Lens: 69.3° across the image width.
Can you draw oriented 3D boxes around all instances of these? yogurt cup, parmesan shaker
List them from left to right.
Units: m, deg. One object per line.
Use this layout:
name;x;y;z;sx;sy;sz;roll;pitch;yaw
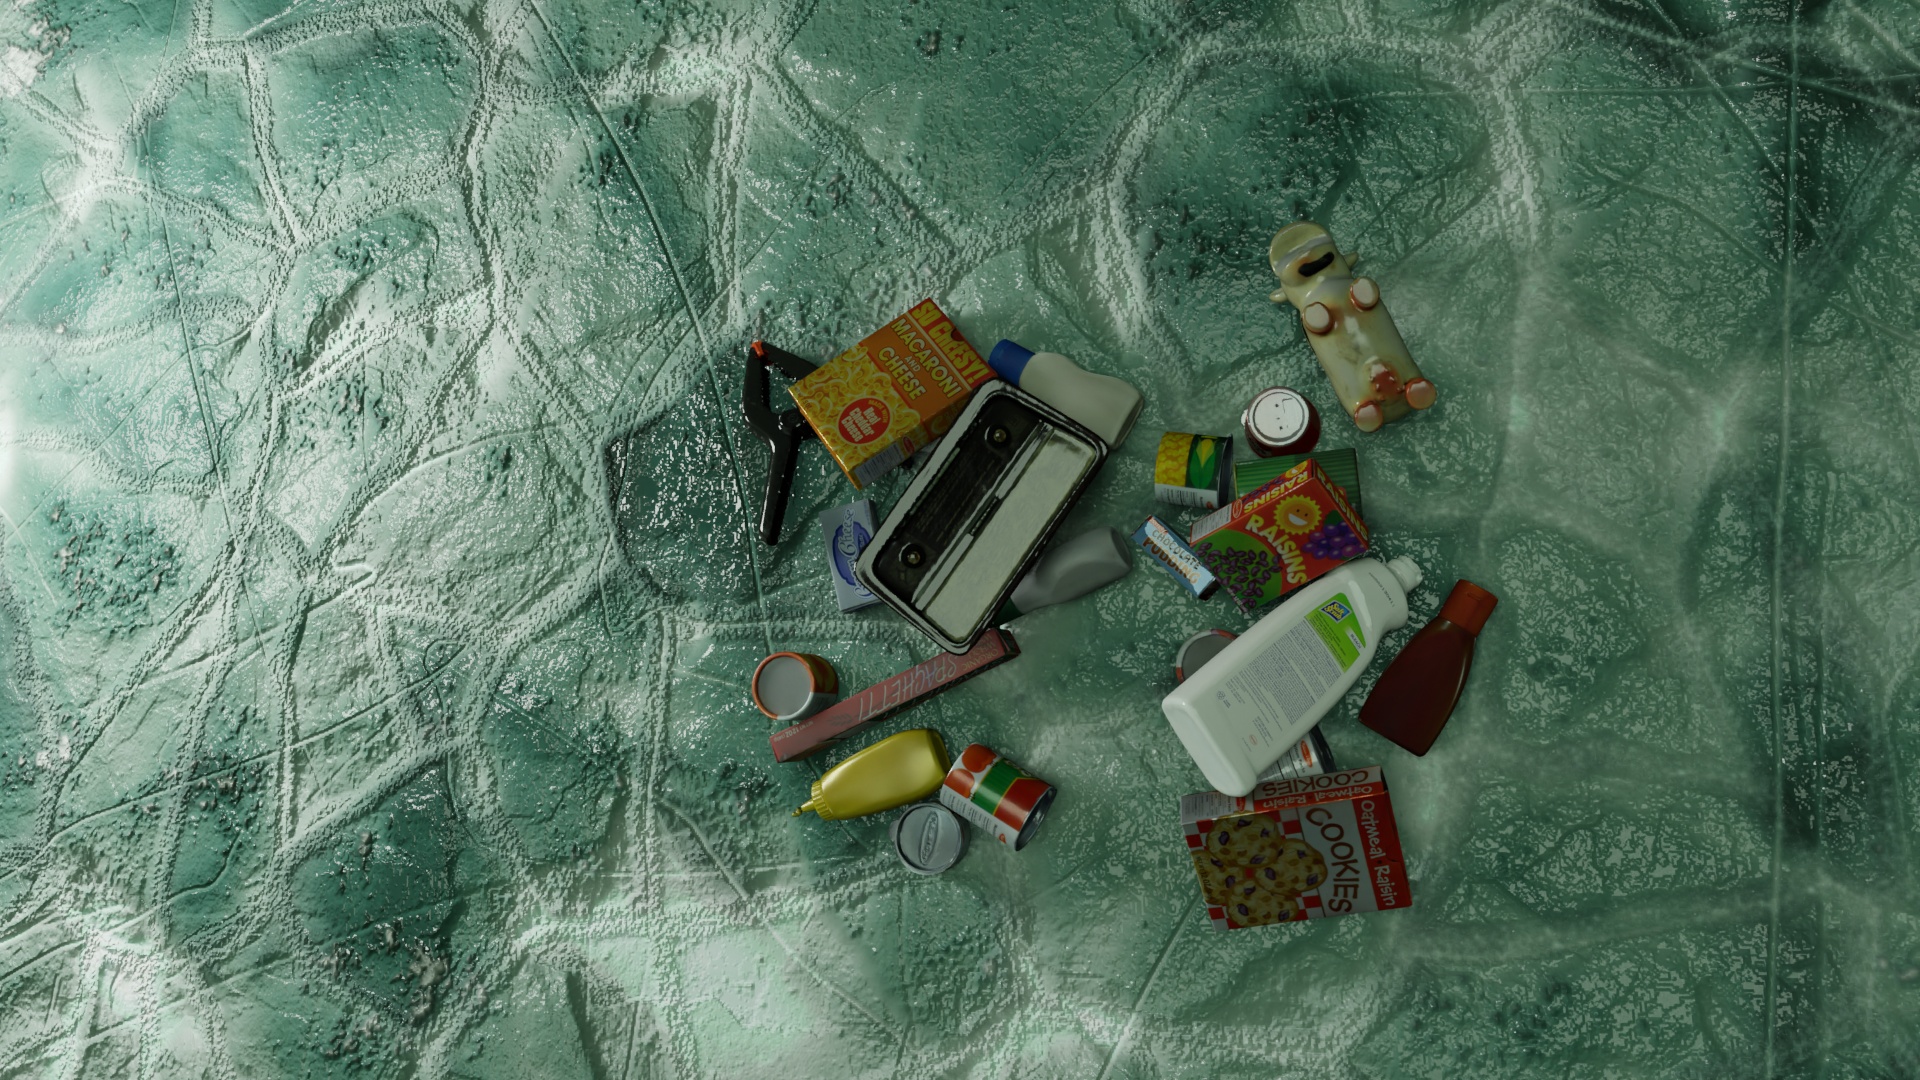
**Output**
yogurt cup;0.284;-0.105;1.230;0.072;0.054;0.072;-2;82;17
parmesan shaker;0.294;-0.044;1.209;0.103;0.071;0.071;-7;80;17

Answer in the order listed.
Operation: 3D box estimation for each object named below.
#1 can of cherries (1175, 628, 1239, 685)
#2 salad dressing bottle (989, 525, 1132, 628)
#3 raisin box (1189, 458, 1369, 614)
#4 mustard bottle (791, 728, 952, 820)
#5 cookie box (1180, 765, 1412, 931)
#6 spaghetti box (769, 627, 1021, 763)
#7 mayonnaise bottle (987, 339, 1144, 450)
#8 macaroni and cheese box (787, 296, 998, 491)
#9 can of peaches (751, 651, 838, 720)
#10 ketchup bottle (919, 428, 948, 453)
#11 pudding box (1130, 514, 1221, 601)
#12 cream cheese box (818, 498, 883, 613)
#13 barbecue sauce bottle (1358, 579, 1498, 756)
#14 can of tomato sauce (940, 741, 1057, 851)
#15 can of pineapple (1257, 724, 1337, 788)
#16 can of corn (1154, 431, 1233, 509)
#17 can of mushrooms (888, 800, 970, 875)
can of cherries;0.227;0.113;1.214;0.071;0.058;0.071;-3;81;18
salad dressing bottle;0.083;0.037;1.272;0.147;0.064;0.044;-26;56;20
raisin box;0.269;-0.003;1.176;0.123;0.040;0.086;-31;109;28
mustard bottle;-0.088;0.227;1.303;0.160;0.049;0.065;-23;75;14
cookie box;0.279;0.258;1.153;0.167;0.040;0.122;-12;116;15
spaghetti box;-0.062;0.146;1.305;0.250;0.050;0.029;-27;77;12
mayonnaise bottle;0.095;-0.143;1.303;0.148;0.041;0.064;30;90;20
macaroni and cheese box;-0.062;-0.141;1.317;0.166;0.040;0.124;-34;59;-5
can of peaches;-0.160;0.139;1.333;0.071;0.058;0.071;-2;82;17
ketchup bottle;0.022;-0.090;1.317;0.149;0.043;0.065;12;80;19
pudding box;0.196;0.015;1.243;0.084;0.049;0.030;44;98;18
cream cheese box;-0.100;0.015;1.350;0.053;0.024;0.104;-17;77;15
barbecue sauce bottle;0.399;0.104;1.169;0.065;0.043;0.148;31;92;19
can of tomato sauce;0.034;0.229;1.255;0.083;0.071;0.071;29;92;20
can of pineapple;0.283;0.192;1.180;0.058;0.071;0.071;-23;76;20
can of corn;0.209;-0.065;1.242;0.058;0.071;0.071;7;85;19
can of mushrooms;-0.028;0.274;1.285;0.071;0.033;0.071;-2;82;17
